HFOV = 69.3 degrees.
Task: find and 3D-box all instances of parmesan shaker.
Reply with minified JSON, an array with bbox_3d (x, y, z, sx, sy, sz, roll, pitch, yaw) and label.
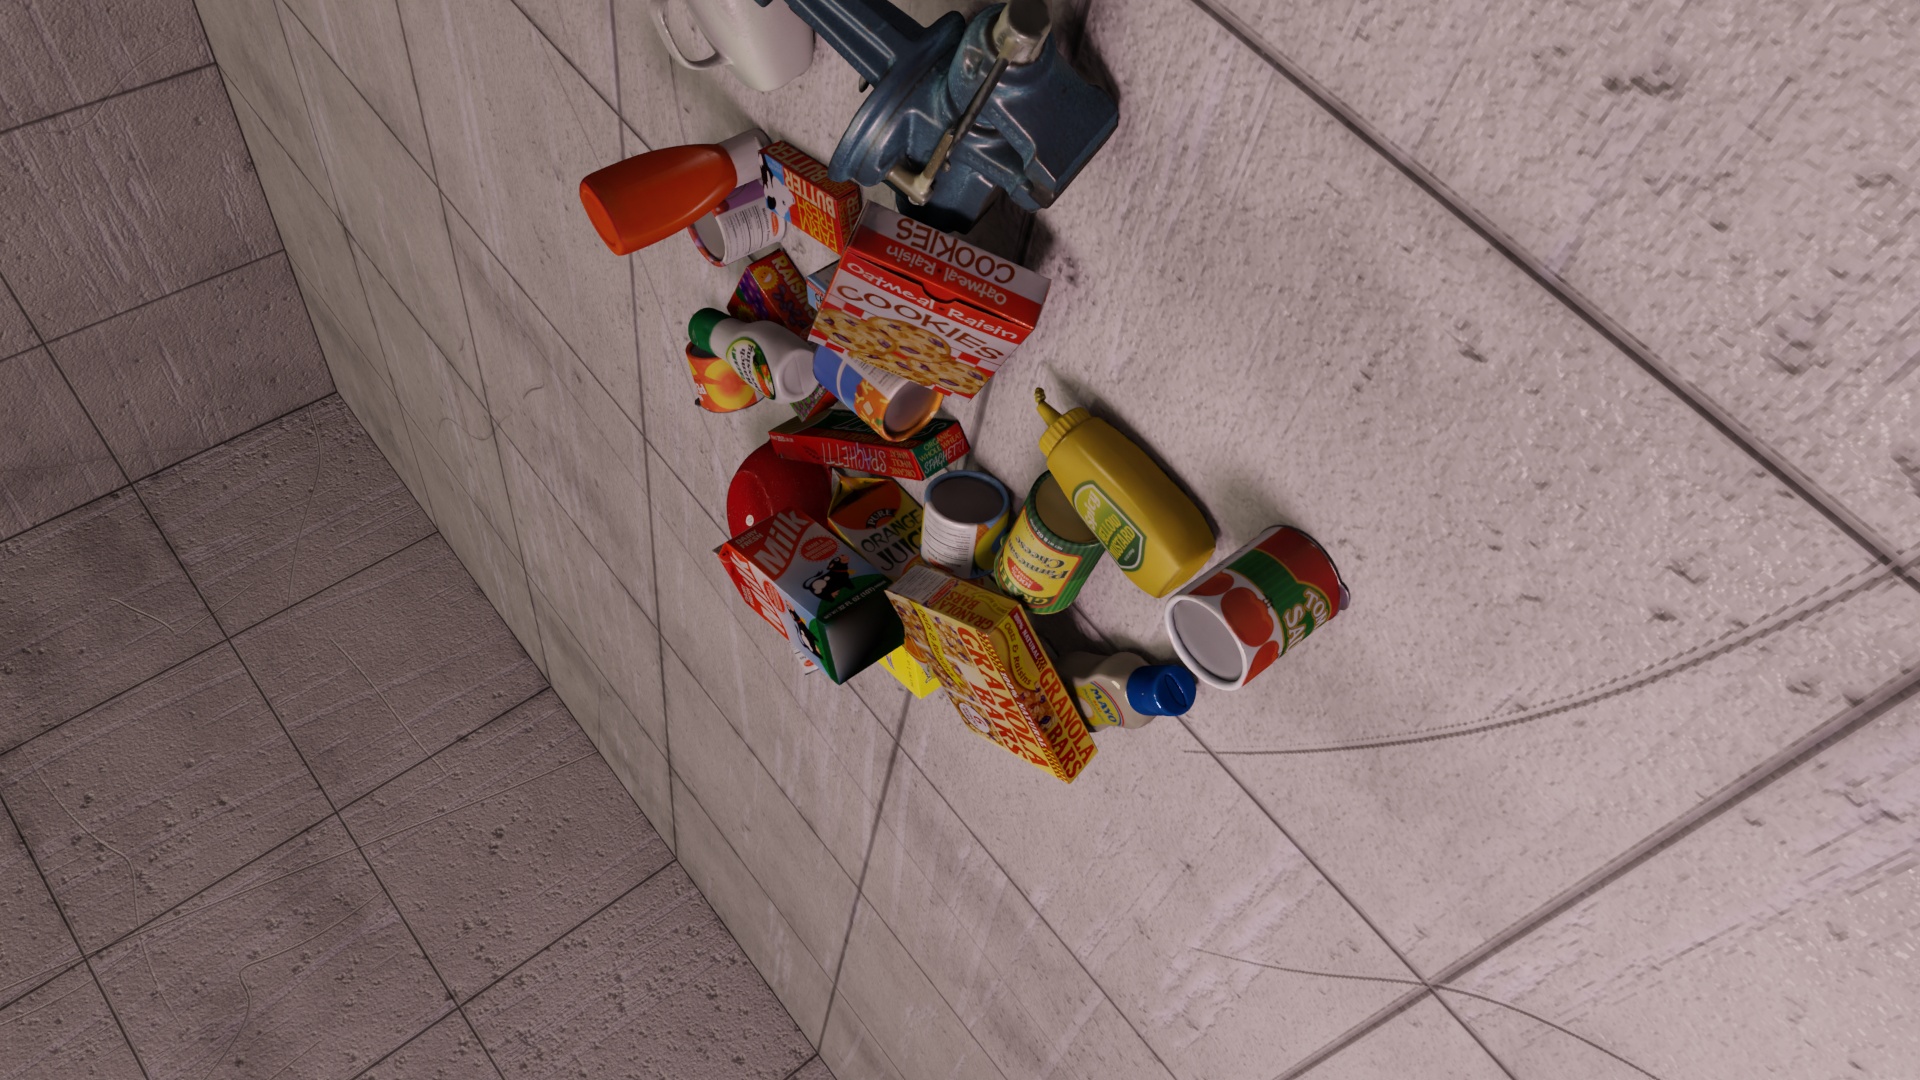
[{"bbox_3d":[0.065,-0.002,0.972,0.071,0.071,0.102,50,153,15],"label":"parmesan shaker"}]

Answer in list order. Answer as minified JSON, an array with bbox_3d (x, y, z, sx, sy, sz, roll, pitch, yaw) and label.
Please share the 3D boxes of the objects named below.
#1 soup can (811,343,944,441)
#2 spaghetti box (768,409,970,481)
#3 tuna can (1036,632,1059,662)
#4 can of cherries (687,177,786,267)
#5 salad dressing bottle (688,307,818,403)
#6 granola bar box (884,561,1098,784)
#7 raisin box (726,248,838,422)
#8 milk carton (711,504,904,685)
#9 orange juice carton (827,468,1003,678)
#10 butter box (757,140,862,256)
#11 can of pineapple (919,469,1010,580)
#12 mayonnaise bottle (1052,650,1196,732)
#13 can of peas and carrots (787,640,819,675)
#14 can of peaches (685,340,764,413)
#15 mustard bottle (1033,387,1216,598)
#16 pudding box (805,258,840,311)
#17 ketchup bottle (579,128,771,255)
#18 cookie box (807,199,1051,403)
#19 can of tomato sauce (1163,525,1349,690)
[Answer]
[{"bbox_3d":[-0.062,-0.123,1.063,0.084,0.071,0.071,42,150,29],"label":"soup can"},{"bbox_3d":[-0.082,-0.083,1.159,0.250,0.050,0.028,12,130,55],"label":"spaghetti box"},{"bbox_3d":[0.055,0.109,1.150,0.071,0.033,0.070,40,148,32],"label":"tuna can"},{"bbox_3d":[-0.186,-0.265,1.133,0.071,0.058,0.071,40,149,31],"label":"can of cherries"},{"bbox_3d":[-0.174,-0.158,1.153,0.148,0.044,0.064,30,141,43],"label":"salad dressing bottle"},{"bbox_3d":[0.025,0.099,1.060,0.124,0.039,0.165,20,147,48],"label":"granola bar box"},{"bbox_3d":[-0.142,-0.173,1.179,0.123,0.040,0.086,56,154,2],"label":"raisin box"},{"bbox_3d":[-0.136,0.034,1.186,0.191,0.072,0.073,36,147,40],"label":"milk carton"},{"bbox_3d":[-0.054,0.019,1.194,0.193,0.073,0.071,45,152,26],"label":"orange juice carton"},{"bbox_3d":[-0.112,-0.259,1.051,0.104,0.024,0.052,38,148,35],"label":"butter box"},{"bbox_3d":[0.004,-0.013,1.066,0.071,0.071,0.057,41,143,31],"label":"can of pineapple"},{"bbox_3d":[0.118,0.112,1.032,0.064,0.041,0.148,58,155,-9],"label":"mayonnaise bottle"},{"bbox_3d":[-0.129,0.085,1.304,0.058,0.071,0.070,62,154,-2],"label":"can of peas and carrots"},{"bbox_3d":[-0.219,-0.159,1.292,0.071,0.071,0.057,31,142,43],"label":"can of peaches"},{"bbox_3d":[0.095,-0.038,0.901,0.160,0.049,0.065,50,151,15],"label":"mustard bottle"},{"bbox_3d":[-0.072,-0.177,1.040,0.084,0.050,0.030,42,151,28],"label":"pudding box"},{"bbox_3d":[-0.212,-0.274,1.064,0.064,0.149,0.043,58,154,1],"label":"ketchup bottle"},{"bbox_3d":[-0.026,-0.148,0.901,0.123,0.040,0.167,21,165,-10],"label":"cookie box"},{"bbox_3d":[0.172,0.041,0.813,0.071,0.083,0.070,41,149,31],"label":"can of tomato sauce"}]
